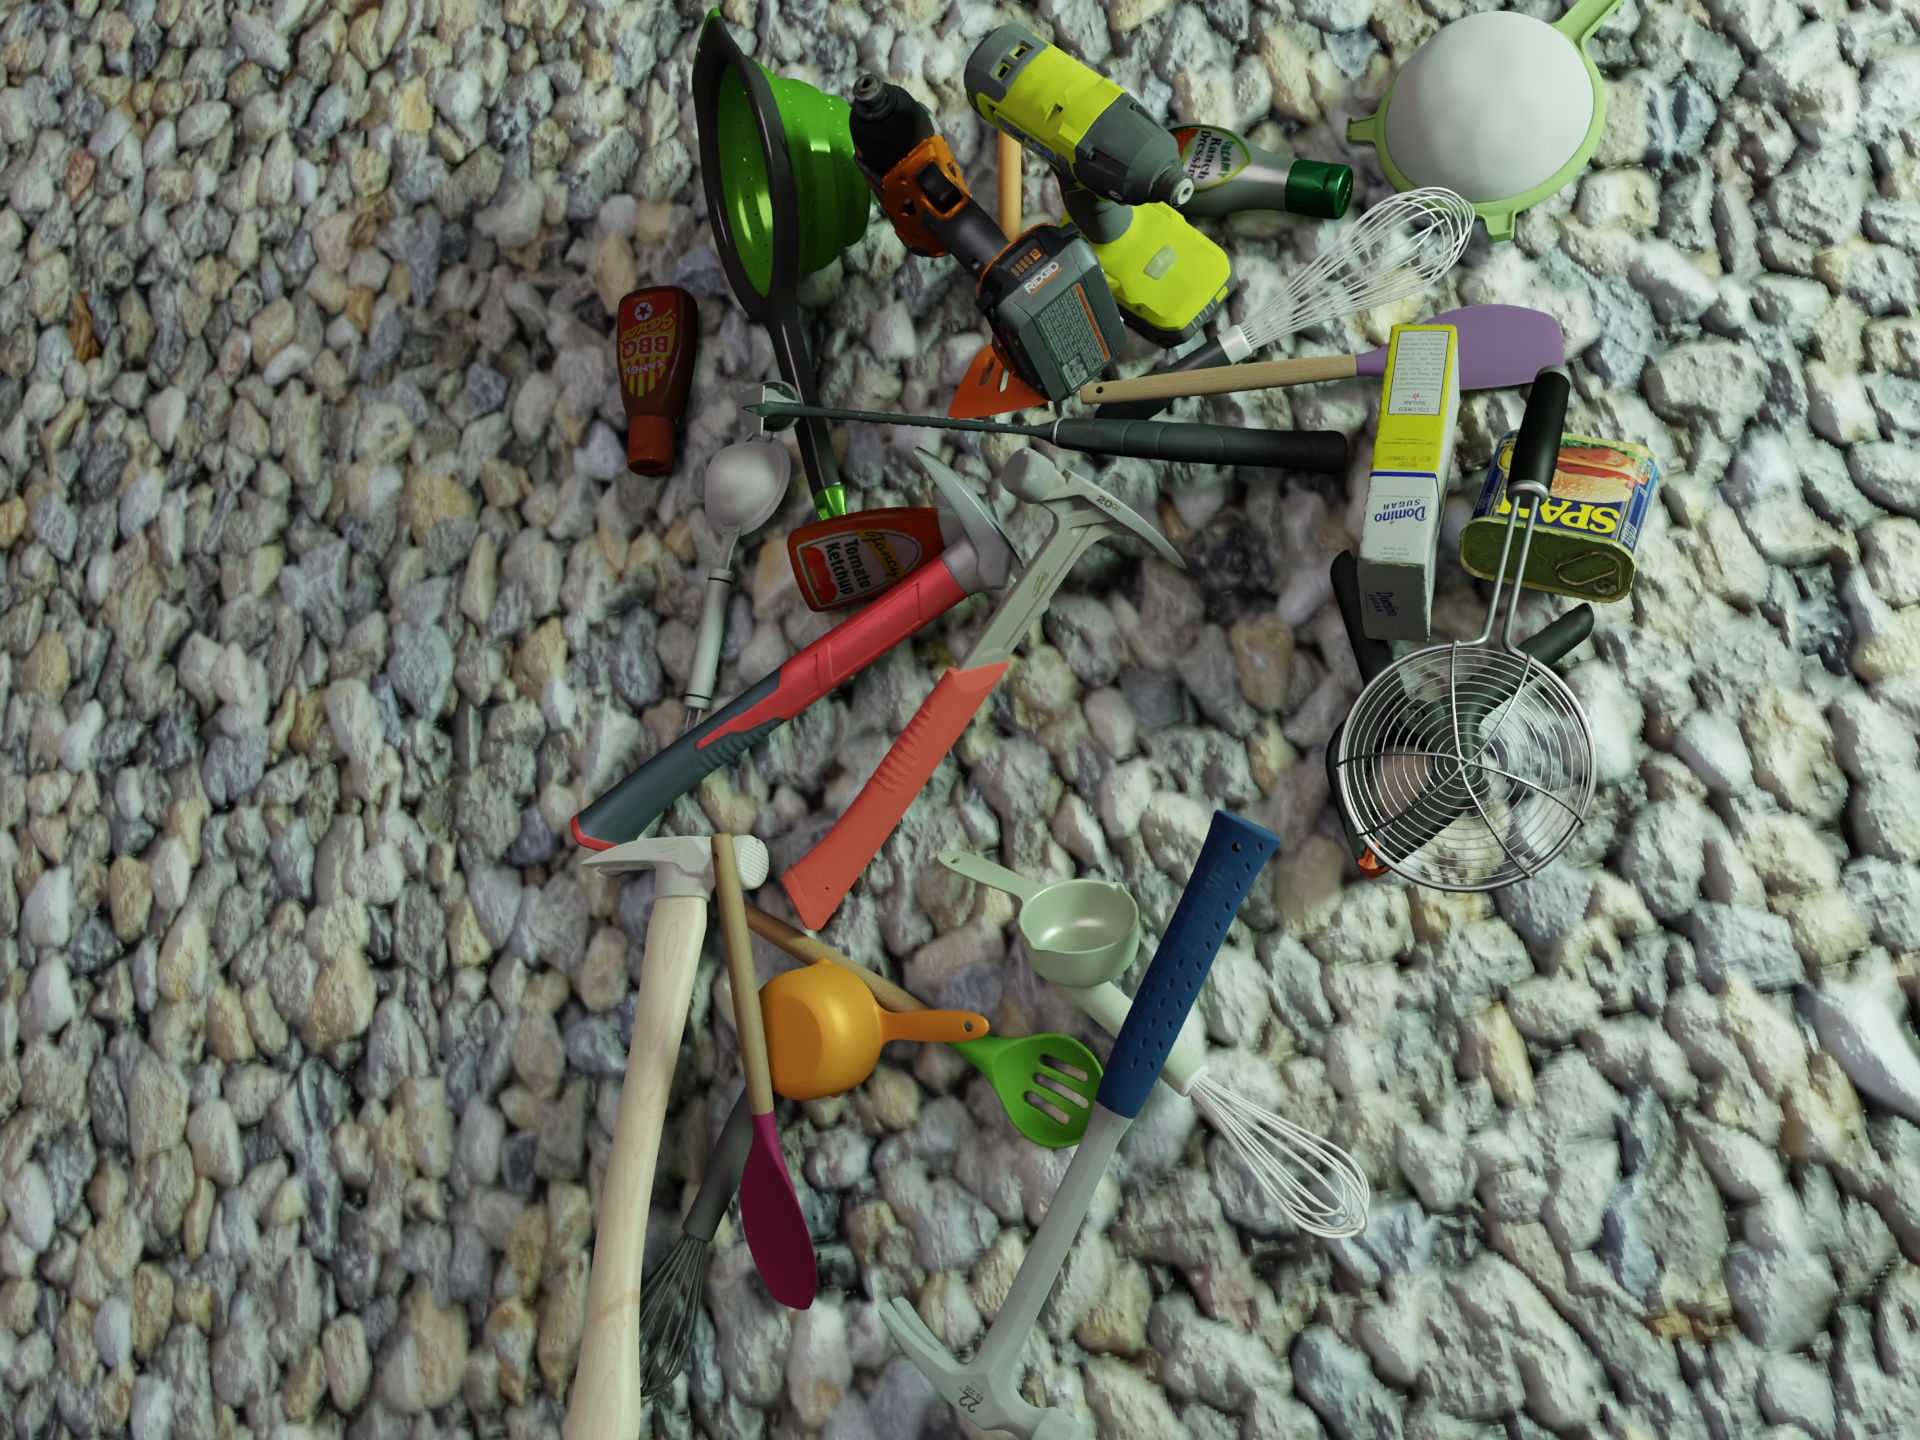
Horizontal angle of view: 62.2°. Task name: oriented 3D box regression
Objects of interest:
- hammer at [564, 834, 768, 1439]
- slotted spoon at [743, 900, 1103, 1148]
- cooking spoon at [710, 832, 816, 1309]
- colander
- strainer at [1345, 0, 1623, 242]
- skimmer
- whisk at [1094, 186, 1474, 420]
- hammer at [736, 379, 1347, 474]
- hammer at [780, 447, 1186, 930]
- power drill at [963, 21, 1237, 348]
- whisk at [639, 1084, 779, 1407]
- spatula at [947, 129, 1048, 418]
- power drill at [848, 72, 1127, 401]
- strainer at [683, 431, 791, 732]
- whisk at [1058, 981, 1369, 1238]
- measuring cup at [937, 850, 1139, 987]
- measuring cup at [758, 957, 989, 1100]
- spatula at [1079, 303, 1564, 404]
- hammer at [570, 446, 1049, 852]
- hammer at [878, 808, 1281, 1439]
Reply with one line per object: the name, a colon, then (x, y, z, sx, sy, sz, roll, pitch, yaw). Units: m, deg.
hammer: (-0.224, 0.278, 1.073, 0.146, 0.038, 0.411, -6, 65, 27)
slotted spoon: (-0.035, 0.192, 1.068, 0.314, 0.031, 0.070, 25, 89, 27)
cooking spoon: (-0.132, 0.230, 1.038, 0.069, 0.017, 0.319, -3, 97, 43)
colander: (-0.106, -0.334, 1.201, 0.094, 0.204, 0.397, -14, 86, -19)
strainer: (0.389, -0.456, 1.060, 0.256, 0.069, 0.152, -46, 65, 6)
skimmer: (0.304, -0.068, 0.893, 0.127, 0.090, 0.363, 13, 48, 18)
whisk: (0.216, -0.273, 1.086, 0.284, 0.070, 0.070, -29, 68, 16)
hammer: (0.050, -0.194, 1.060, 0.409, 0.149, 0.036, 5, 102, 3)
hammer: (-0.002, -0.003, 1.079, 0.359, 0.149, 0.037, -55, 35, 11)
power drill: (0.105, -0.344, 1.052, 0.171, 0.223, 0.080, 43, 93, 25)
whisk: (-0.174, 0.345, 1.071, 0.055, 0.055, 0.239, 19, 78, 24)
spatula: (0.034, -0.366, 1.186, 0.081, 0.041, 0.323, -6, 73, 20)
power drill: (0.007, -0.337, 1.083, 0.084, 0.164, 0.227, -40, 64, 2)
strainer: (-0.180, -0.117, 1.201, 0.087, 0.050, 0.258, 3, 80, 38)
whisk: (0.150, 0.228, 0.981, 0.058, 0.059, 0.246, -32, 56, -31)
measuring cup: (0.046, 0.127, 1.048, 0.083, 0.038, 0.168, -31, 35, -34)
measuring cup: (-0.067, 0.204, 1.040, 0.173, 0.052, 0.095, -8, 86, 32)
spatula: (0.237, -0.236, 1.063, 0.316, 0.018, 0.060, -5, 77, 8)
hammer: (-0.134, -0.033, 1.134, 0.386, 0.038, 0.143, -34, 100, 13)
hammer: (0.084, 0.242, 0.965, 0.144, 0.035, 0.405, 26, 96, 21)
